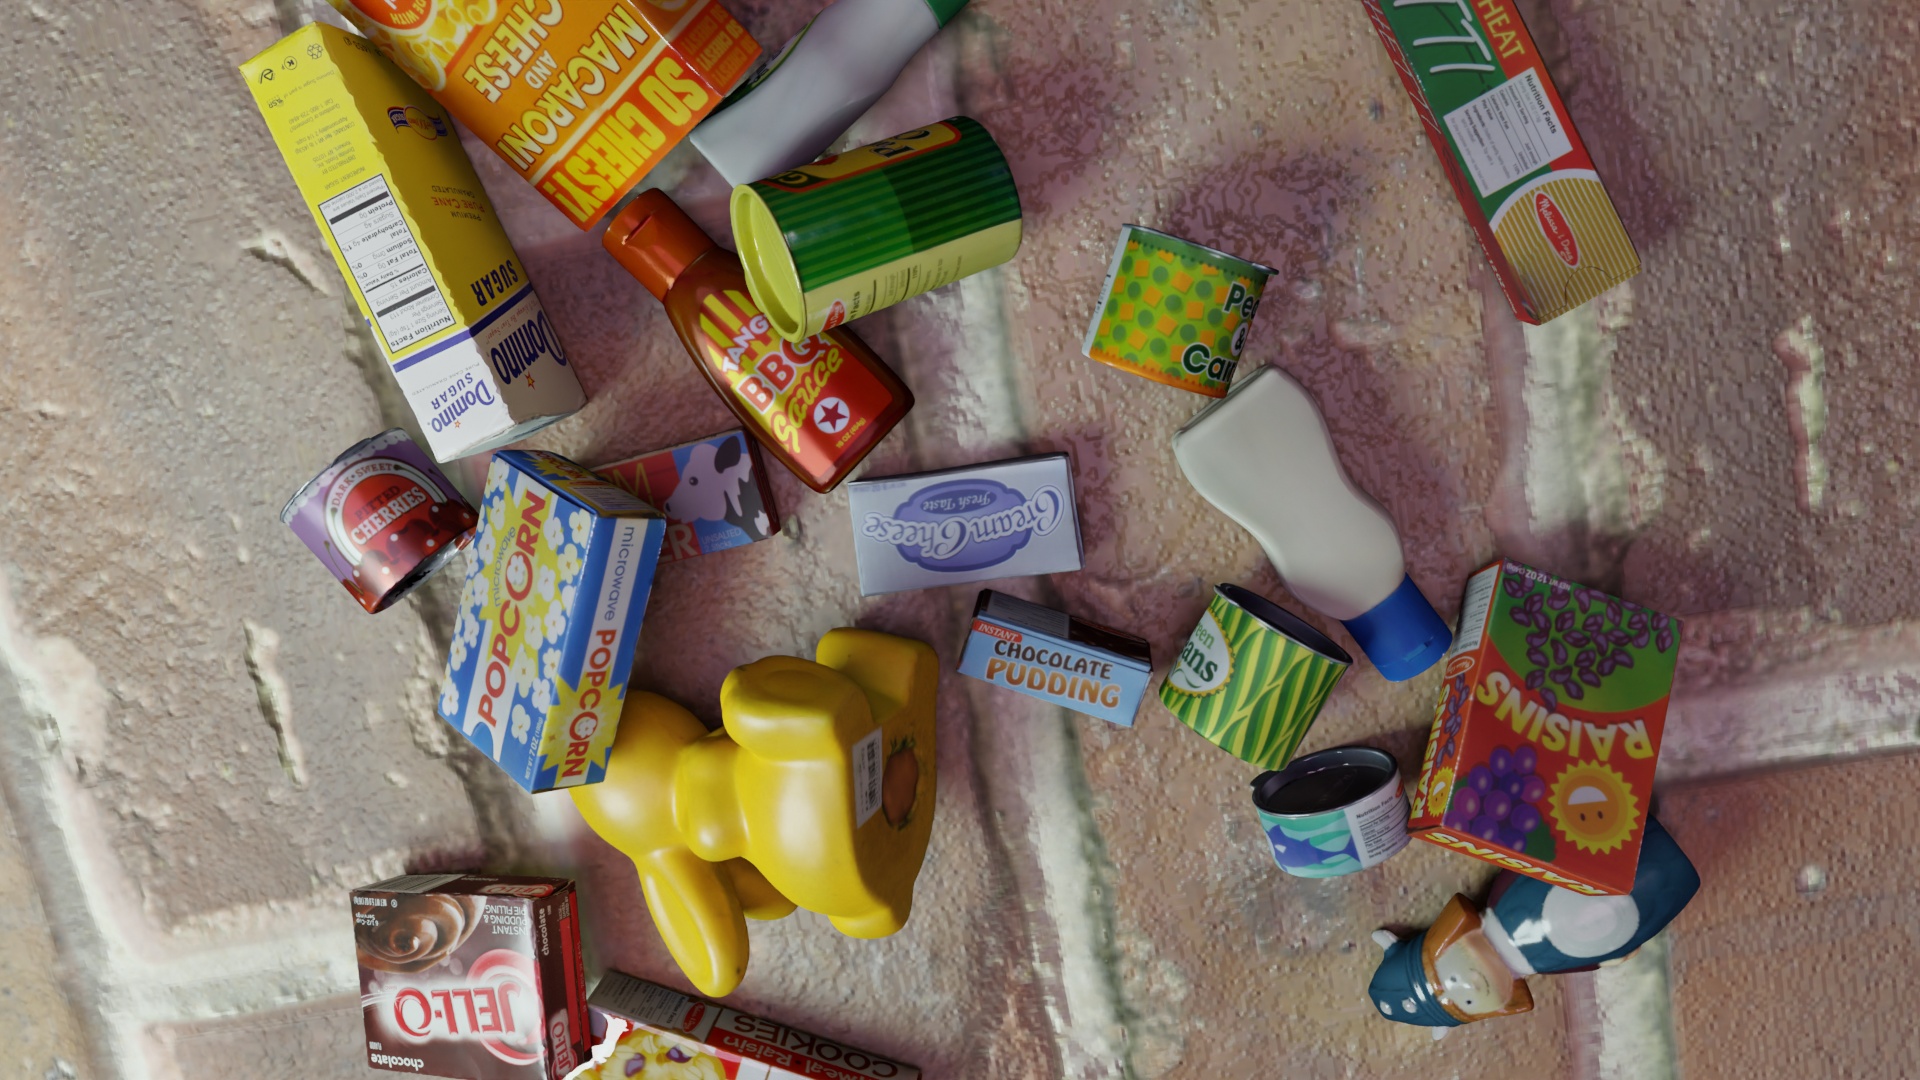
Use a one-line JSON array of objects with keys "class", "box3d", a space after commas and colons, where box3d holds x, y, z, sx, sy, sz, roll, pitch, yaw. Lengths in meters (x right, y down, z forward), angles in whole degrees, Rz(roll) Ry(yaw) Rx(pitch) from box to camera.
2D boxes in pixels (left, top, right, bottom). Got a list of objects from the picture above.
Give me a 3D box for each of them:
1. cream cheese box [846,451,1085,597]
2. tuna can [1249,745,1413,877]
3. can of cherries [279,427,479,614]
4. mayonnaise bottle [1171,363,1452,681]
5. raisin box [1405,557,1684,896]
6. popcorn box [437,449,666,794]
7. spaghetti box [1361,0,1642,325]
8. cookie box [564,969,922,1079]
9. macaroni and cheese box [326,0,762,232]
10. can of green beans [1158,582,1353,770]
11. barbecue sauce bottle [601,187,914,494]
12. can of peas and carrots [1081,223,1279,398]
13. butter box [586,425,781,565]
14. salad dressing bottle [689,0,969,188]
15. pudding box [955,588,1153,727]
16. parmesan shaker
[{"class": "cream cheese box", "box3d": [0.002, -0.008, 0.635, 0.104, 0.024, 0.053, -7, 100, 5]}, {"class": "tuna can", "box3d": [0.166, 0.122, 0.626, 0.071, 0.071, 0.032, -19, 99, 7]}, {"class": "can of cherries", "box3d": [-0.261, -0.009, 0.630, 0.071, 0.071, 0.058, -39, 95, 10]}, {"class": "mayonnaise bottle", "box3d": [0.160, -0.004, 0.617, 0.064, 0.041, 0.148, -38, 96, 11]}, {"class": "raisin box", "box3d": [0.252, 0.081, 0.600, 0.086, 0.040, 0.124, 20, 73, 0]}, {"class": "popcorn box", "box3d": [-0.178, 0.033, 0.600, 0.085, 0.038, 0.126, 25, 104, 38]}, {"class": "spaghetti box", "box3d": [0.207, -0.212, 0.583, 0.050, 0.029, 0.249, -28, 97, 8]}, {"class": "cookie box", "box3d": [-0.116, 0.300, 0.689, 0.167, 0.040, 0.122, 17, 100, 2]}, {"class": "macaroni and cheese box", "box3d": [-0.177, -0.217, 0.549, 0.166, 0.040, 0.123, 43, 141, -21]}, {"class": "can of green beans", "box3d": [0.130, 0.060, 0.616, 0.071, 0.071, 0.057, 29, 101, -1]}, {"class": "barbecue sauce bottle", "box3d": [-0.093, -0.092, 0.617, 0.148, 0.044, 0.065, 44, 95, -4]}, {"class": "can of peas and carrots", "box3d": [0.093, -0.096, 0.591, 0.071, 0.071, 0.058, 18, 102, 1]}, {"class": "butter box", "box3d": [-0.140, -0.015, 0.644, 0.103, 0.024, 0.053, -14, 98, 6]}, {"class": "salad dressing bottle", "box3d": [-0.047, -0.206, 0.588, 0.147, 0.064, 0.044, -43, 103, 1]}, {"class": "pudding box", "box3d": [0.043, 0.052, 0.629, 0.084, 0.050, 0.030, 17, 103, 1]}, {"class": "parmesan shaker", "box3d": [-0.035, -0.130, 0.579, 0.103, 0.071, 0.071, -24, 98, -20]}]
